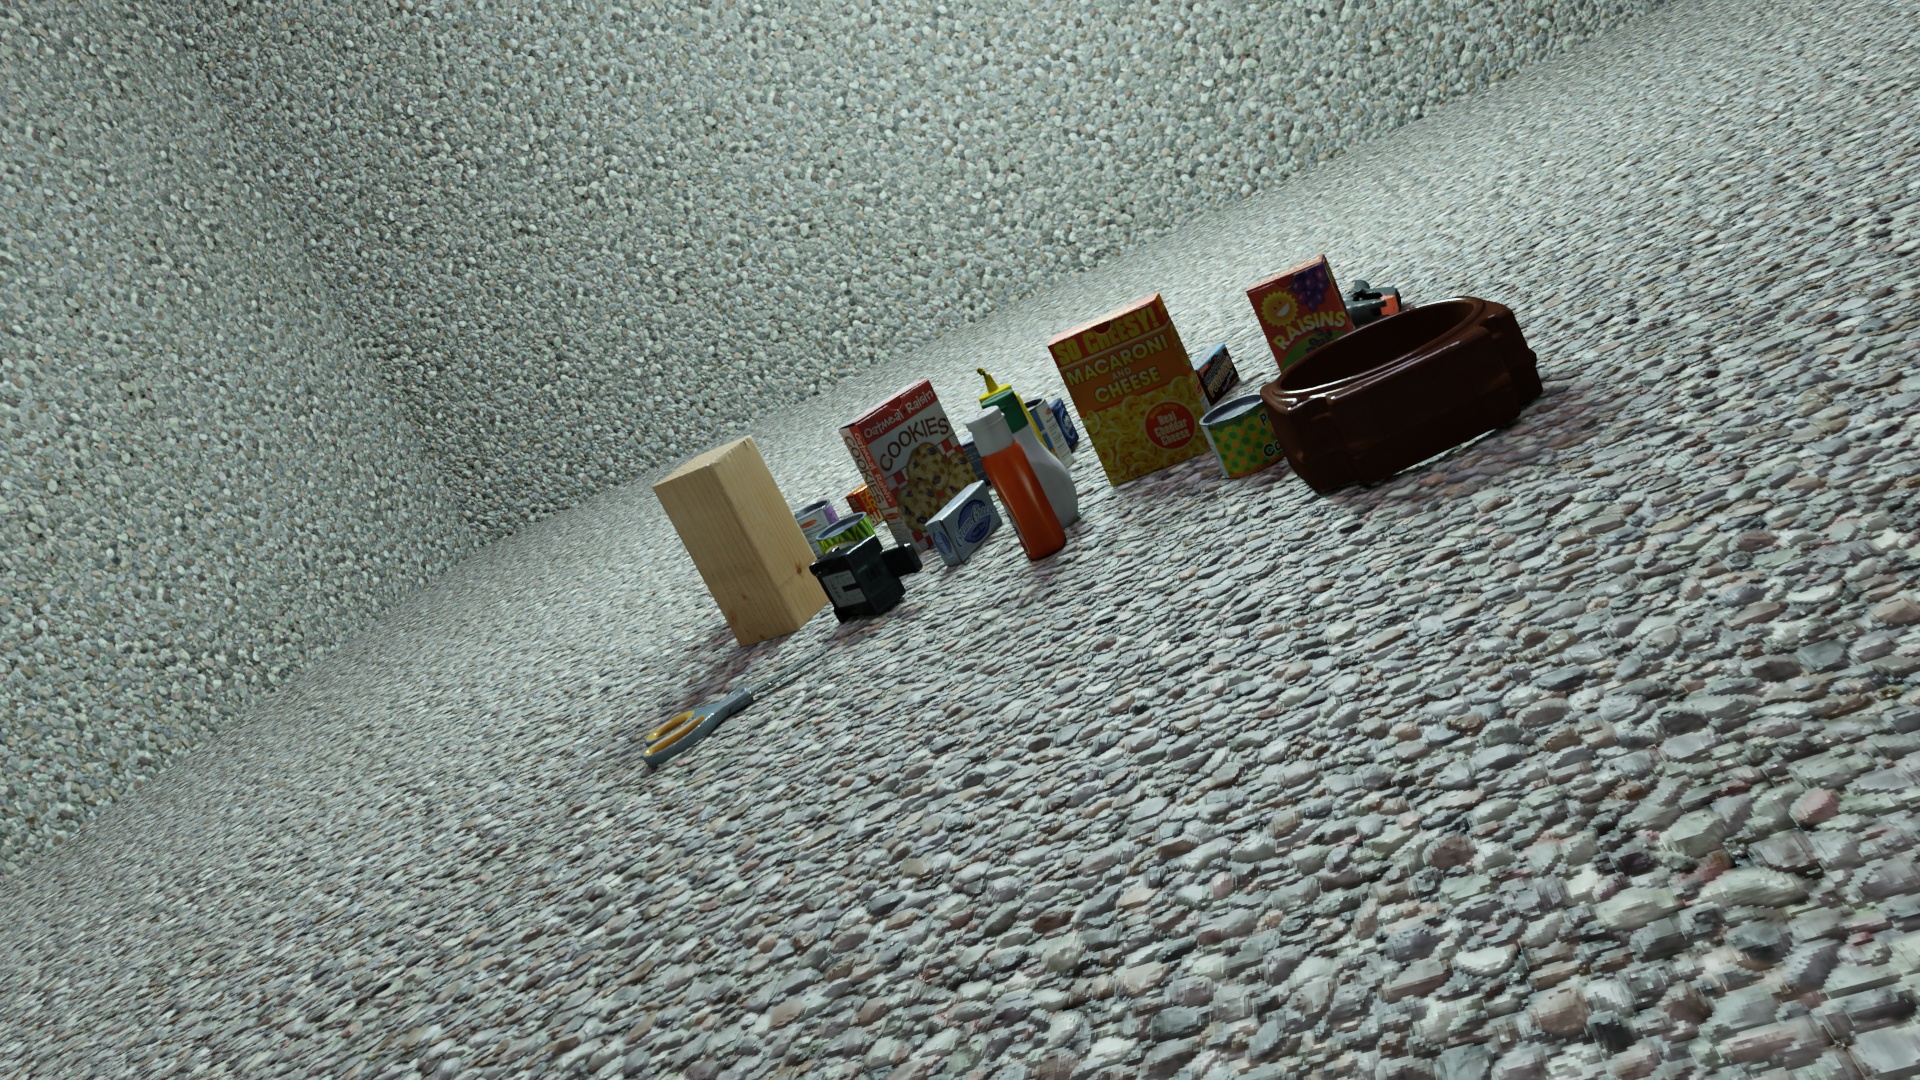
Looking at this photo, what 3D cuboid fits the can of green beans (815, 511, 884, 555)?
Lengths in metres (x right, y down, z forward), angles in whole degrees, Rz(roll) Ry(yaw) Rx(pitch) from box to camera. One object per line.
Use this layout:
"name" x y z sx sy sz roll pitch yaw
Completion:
"can of green beans" -0.128 0.007 1.625 0.071 0.057 0.071 -25 14 7

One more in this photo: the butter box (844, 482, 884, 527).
"butter box" -0.100 -0.061 1.837 0.104 0.053 0.024 -36 16 -35

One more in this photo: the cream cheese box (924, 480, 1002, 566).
"cream cheese box" 0.005 -0.019 1.488 0.024 0.053 0.104 -17 17 36

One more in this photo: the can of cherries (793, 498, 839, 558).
"can of cherries" -0.187 -0.014 1.811 0.071 0.058 0.072 -25 14 7

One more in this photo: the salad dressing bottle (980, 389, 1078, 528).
"salad dressing bottle" 0.068 -0.079 1.397 0.064 0.147 0.044 -25 13 8

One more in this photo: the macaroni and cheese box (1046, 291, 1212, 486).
"macaroni and cheese box" 0.180 -0.153 1.426 0.123 0.166 0.040 -21 15 23

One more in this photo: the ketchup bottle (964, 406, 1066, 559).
"ketchup bottle" 0.053 -0.057 1.341 0.043 0.148 0.065 -25 13 5

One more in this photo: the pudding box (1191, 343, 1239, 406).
"pudding box" 0.288 -0.190 1.609 0.030 0.049 0.084 -15 18 41

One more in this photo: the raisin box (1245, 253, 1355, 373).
"raisin box" 0.361 -0.224 1.446 0.086 0.123 0.040 -20 15 24

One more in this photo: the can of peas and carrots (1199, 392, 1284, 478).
"can of peas and carrots" 0.266 -0.099 1.294 0.071 0.058 0.071 -25 14 7

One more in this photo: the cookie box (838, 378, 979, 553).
"cookie box" -0.051 -0.085 1.596 0.123 0.167 0.040 -37 17 -36

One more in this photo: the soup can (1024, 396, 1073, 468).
"soup can" 0.085 -0.117 1.639 0.071 0.083 0.071 -25 14 7

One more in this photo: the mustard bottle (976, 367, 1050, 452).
"mustard bottle" 0.059 -0.123 1.547 0.049 0.160 0.065 -30 14 -12
